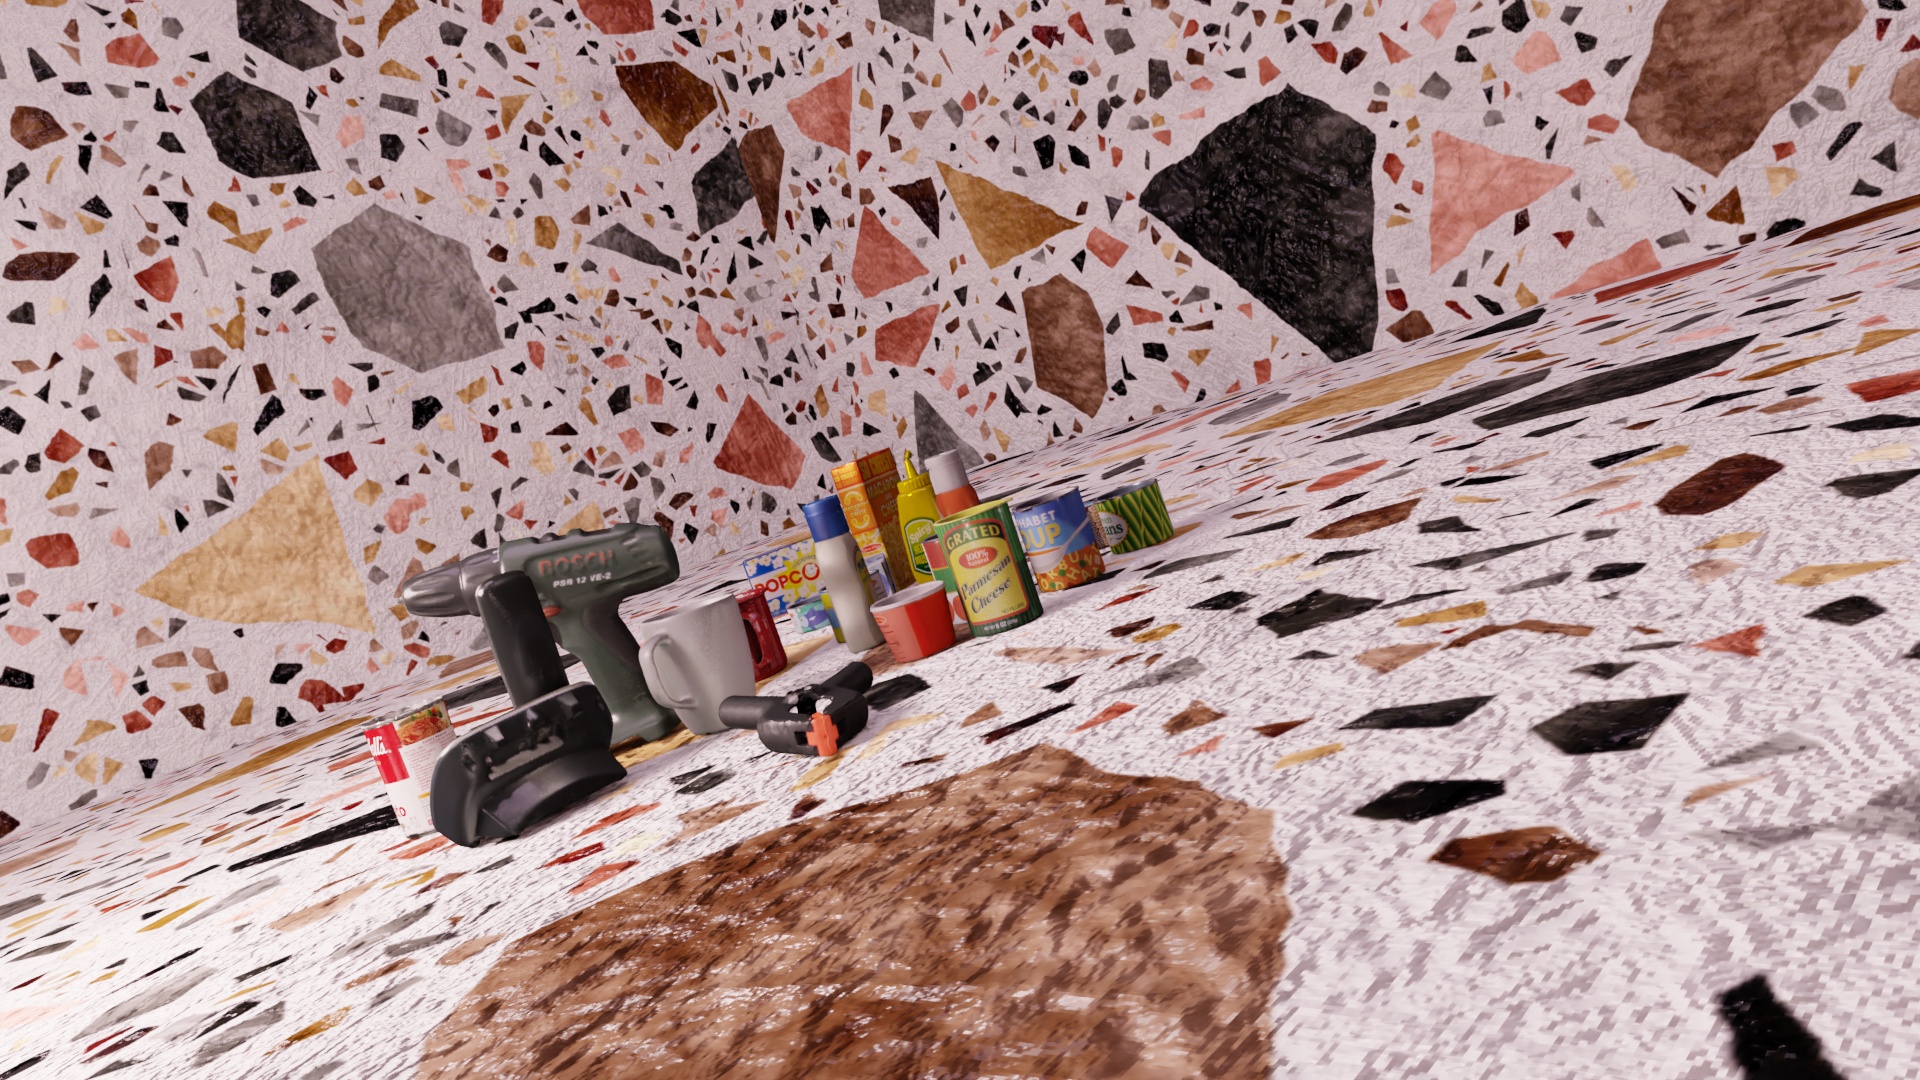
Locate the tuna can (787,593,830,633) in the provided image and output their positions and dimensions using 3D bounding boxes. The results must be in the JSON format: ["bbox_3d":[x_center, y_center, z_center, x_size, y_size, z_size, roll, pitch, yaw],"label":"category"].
[{"bbox_3d":[-0.162,0.081,1.608,0.071,0.033,0.071,-19,6,2],"label":"tuna can"}]

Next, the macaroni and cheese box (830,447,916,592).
[{"bbox_3d":[-0.097,-0.023,1.713,0.040,0.166,0.124,-17,6,20],"label":"macaroni and cheese box"}]

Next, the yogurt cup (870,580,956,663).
[{"bbox_3d":[-0.037,0.071,1.188,0.072,0.054,0.072,-19,5,2],"label":"yogurt cup"}]

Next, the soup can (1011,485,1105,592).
[{"bbox_3d":[0.090,0.000,1.292,0.071,0.083,0.071,-19,5,2],"label":"soup can"}]

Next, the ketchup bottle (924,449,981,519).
[{"bbox_3d":[0.005,-0.018,1.411,0.043,0.148,0.065,-20,5,-4],"label":"ketchup bottle"}]

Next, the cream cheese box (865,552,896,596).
[{"bbox_3d":[-0.091,0.047,1.594,0.024,0.053,0.104,-19,5,-1],"label":"cream cheese box"}]

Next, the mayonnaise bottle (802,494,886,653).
[{"bbox_3d":[-0.110,0.031,1.330,0.041,0.148,0.065,-18,5,11],"label":"mayonnaise bottle"}]

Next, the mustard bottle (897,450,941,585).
[{"bbox_3d":[-0.038,-0.023,1.542,0.065,0.160,0.049,-17,6,27],"label":"mustard bottle"}]

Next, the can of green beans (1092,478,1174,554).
[{"bbox_3d":[0.172,-0.024,1.376,0.071,0.057,0.071,-19,5,2],"label":"can of green beans"}]

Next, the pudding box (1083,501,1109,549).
[{"bbox_3d":[0.132,-0.016,1.475,0.030,0.049,0.083,-20,6,-11],"label":"pudding box"}]

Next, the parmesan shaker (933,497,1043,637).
[{"bbox_3d":[0.027,0.023,1.181,0.071,0.103,0.071,-19,5,2],"label":"parmesan shaker"}]

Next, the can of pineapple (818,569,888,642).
[{"bbox_3d":[-0.106,0.067,1.426,0.071,0.058,0.071,-19,5,2],"label":"can of pineapple"}]

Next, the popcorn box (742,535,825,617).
[{"bbox_3d":[-0.220,0.046,1.870,0.127,0.085,0.038,-20,5,-9],"label":"popcorn box"}]

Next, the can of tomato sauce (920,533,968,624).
[{"bbox_3d":[0.009,0.029,1.289,0.071,0.083,0.071,-19,5,2],"label":"can of tomato sauce"}]
